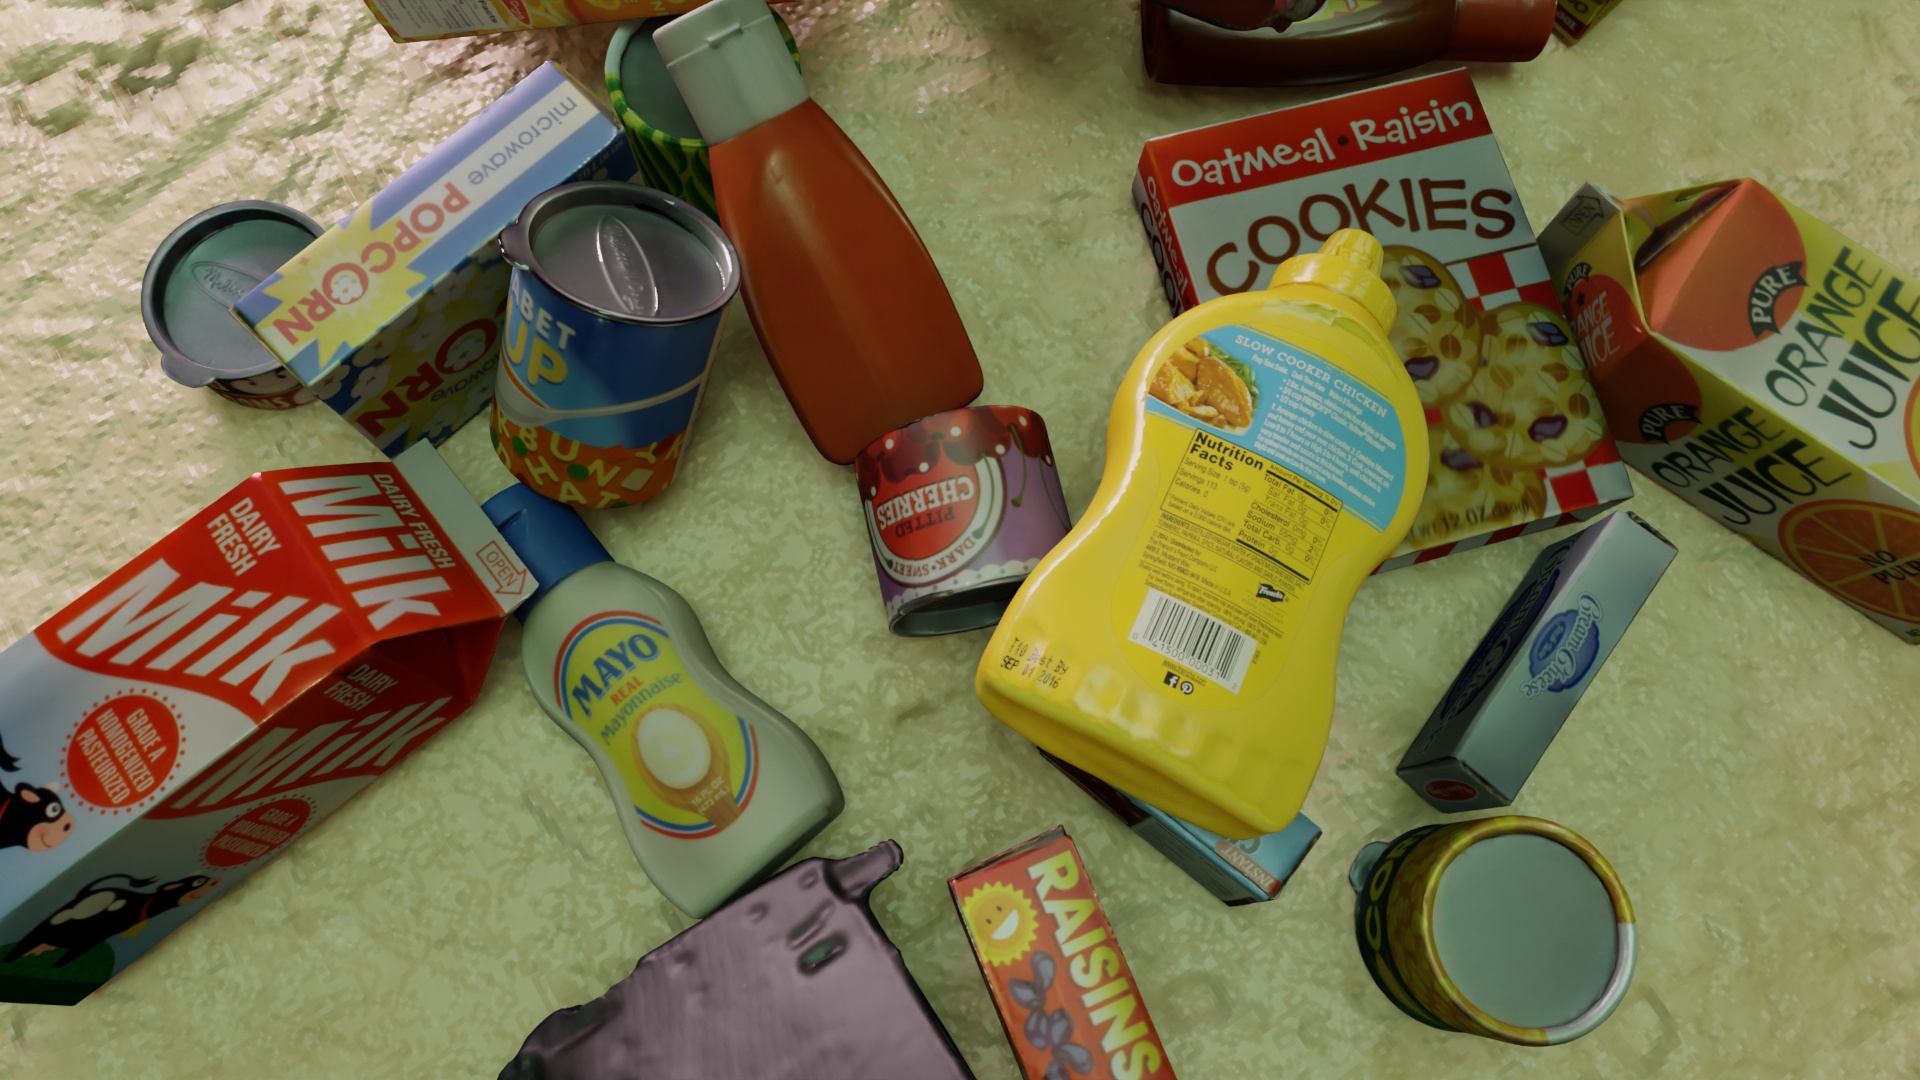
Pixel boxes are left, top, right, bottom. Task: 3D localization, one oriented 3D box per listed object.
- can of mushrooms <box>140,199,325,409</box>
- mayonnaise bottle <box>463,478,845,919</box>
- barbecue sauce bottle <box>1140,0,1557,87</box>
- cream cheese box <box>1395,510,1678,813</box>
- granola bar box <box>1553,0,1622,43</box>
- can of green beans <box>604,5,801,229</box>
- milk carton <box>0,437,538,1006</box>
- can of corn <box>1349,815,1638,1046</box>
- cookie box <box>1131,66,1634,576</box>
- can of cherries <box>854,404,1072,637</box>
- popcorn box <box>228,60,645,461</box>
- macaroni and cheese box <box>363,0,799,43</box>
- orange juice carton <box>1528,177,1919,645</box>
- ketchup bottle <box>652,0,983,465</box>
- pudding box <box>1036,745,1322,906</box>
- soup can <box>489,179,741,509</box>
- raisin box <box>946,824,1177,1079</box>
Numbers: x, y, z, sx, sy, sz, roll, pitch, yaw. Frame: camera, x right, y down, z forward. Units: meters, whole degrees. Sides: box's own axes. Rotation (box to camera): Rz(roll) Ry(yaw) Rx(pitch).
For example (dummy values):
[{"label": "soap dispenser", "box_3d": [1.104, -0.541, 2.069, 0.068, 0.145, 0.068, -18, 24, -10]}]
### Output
[{"label": "can of mushrooms", "box_3d": [-0.244, -0.079, 0.481, 0.071, 0.033, 0.071, 1, 75, -3]}, {"label": "mayonnaise bottle", "box_3d": [-0.104, 0.046, 0.447, 0.065, 0.041, 0.148, -40, 79, -3]}, {"label": "barbecue sauce bottle", "box_3d": [0.145, -0.201, 0.524, 0.149, 0.043, 0.065, 1, 67, -2]}, {"label": "cream cheese box", "box_3d": [0.186, 0.040, 0.453, 0.024, 0.053, 0.104, 38, 77, 6]}, {"label": "granola bar box", "box_3d": [0.229, -0.296, 0.555, 0.124, 0.039, 0.166, -42, 80, -13]}, {"label": "can of green beans", "box_3d": [-0.088, -0.153, 0.495, 0.071, 0.057, 0.071, 1, 75, -2]}, {"label": "milk carton", "box_3d": [-0.223, 0.049, 0.420, 0.191, 0.073, 0.072, -39, 71, -10]}, {"label": "can of corn", "box_3d": [0.161, 0.118, 0.428, 0.071, 0.058, 0.071, 1, 75, -2]}, {"label": "cookie box", "box_3d": [0.143, -0.074, 0.491, 0.123, 0.040, 0.167, -14, 77, -5]}, {"label": "can of cherries", "box_3d": [0.002, -0.006, 0.450, 0.071, 0.071, 0.058, -12, 75, -5]}, {"label": "popcorn box", "box_3d": [-0.161, -0.088, 0.460, 0.127, 0.085, 0.038, -43, 81, -12]}, {"label": "macaroni and cheese box", "box_3d": [-0.117, -0.235, 0.484, 0.166, 0.040, 0.124, 3, 60, 21]}, {"label": "orange juice carton", "box_3d": [0.280, -0.052, 0.473, 0.193, 0.071, 0.073, 35, 76, 7]}, {"label": "ketchup bottle", "box_3d": [-0.048, -0.101, 0.452, 0.065, 0.043, 0.148, -29, 111, -7]}, {"label": "pudding box", "box_3d": [0.067, 0.079, 0.440, 0.084, 0.049, 0.030, 38, 76, 8]}, {"label": "soup can", "box_3d": [-0.114, -0.061, 0.440, 0.071, 0.083, 0.072, 14, 45, -14]}, {"label": "raisin box", "box_3d": [0.036, 0.148, 0.401, 0.040, 0.086, 0.123, -22, 77, -6]}]
